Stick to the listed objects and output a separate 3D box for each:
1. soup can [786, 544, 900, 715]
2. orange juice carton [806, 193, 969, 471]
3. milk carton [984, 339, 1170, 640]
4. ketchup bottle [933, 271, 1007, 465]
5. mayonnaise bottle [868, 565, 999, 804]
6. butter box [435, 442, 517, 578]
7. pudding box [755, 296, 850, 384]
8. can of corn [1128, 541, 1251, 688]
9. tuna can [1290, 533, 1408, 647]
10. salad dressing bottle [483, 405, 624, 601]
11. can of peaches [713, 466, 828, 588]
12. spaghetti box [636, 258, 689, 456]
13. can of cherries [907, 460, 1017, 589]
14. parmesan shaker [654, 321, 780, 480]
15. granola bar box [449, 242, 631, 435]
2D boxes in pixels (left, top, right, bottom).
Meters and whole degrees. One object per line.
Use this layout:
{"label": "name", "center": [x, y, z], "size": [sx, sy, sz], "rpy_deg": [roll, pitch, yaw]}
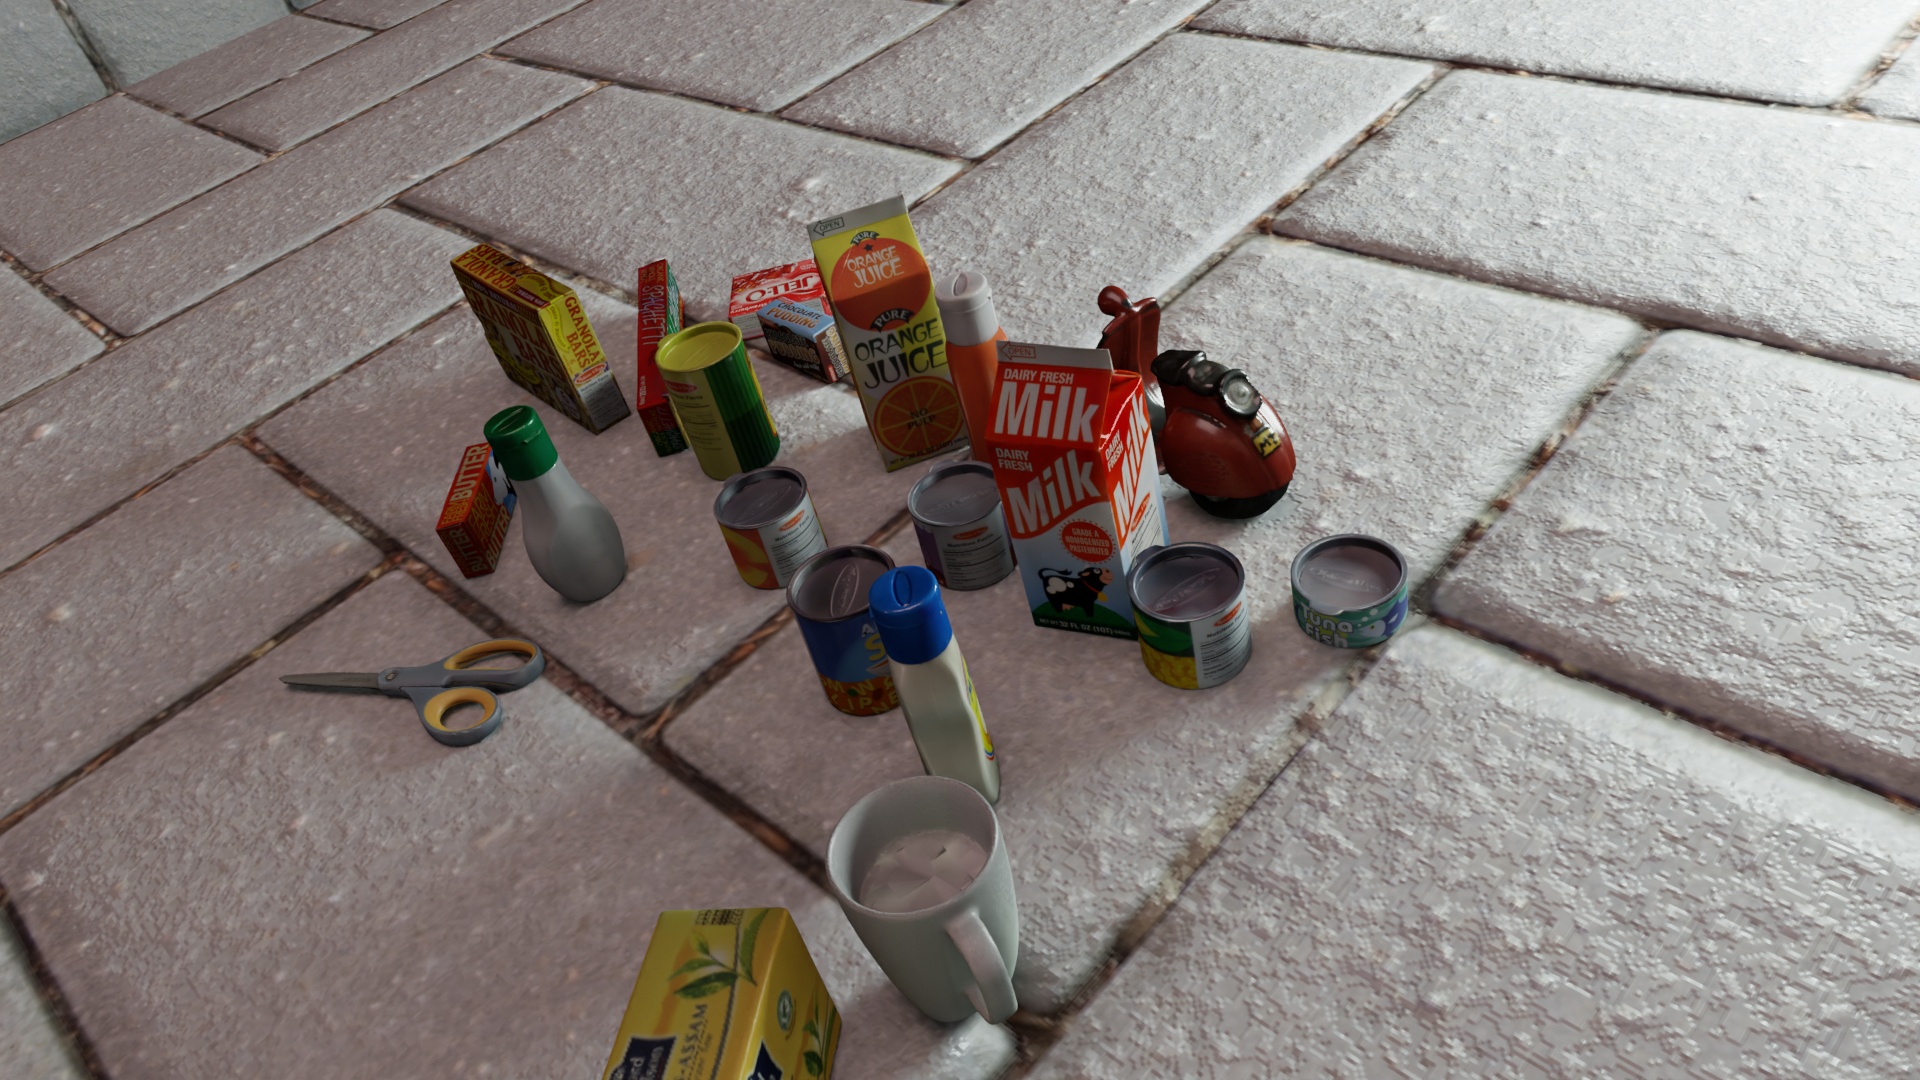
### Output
{"label": "soup can", "center": [-0.059, 0.054, 0.838], "size": [0.071, 0.083, 0.072], "rpy_deg": [-9, 39, 8]}
{"label": "orange juice carton", "center": [-0.051, -0.152, 0.995], "size": [0.072, 0.191, 0.073], "rpy_deg": [-19, 39, -4]}
{"label": "milk carton", "center": [0.070, -0.036, 0.819], "size": [0.072, 0.189, 0.074], "rpy_deg": [8, 45, 26]}
{"label": "ketchup bottle", "center": [0.016, -0.114, 0.962], "size": [0.043, 0.148, 0.065], "rpy_deg": [-6, 40, 12]}
{"label": "mayonnaise bottle", "center": [-0.013, 0.079, 0.743], "size": [0.041, 0.147, 0.065], "rpy_deg": [-15, 39, 1]}
{"label": "butter box", "center": [-0.366, -0.024, 1.057], "size": [0.024, 0.053, 0.104], "rpy_deg": [-11, 39, 6]}
{"label": "pudding box", "center": [-0.128, -0.167, 1.151], "size": [0.030, 0.049, 0.084], "rpy_deg": [-38, 44, -25]}
{"label": "can of corn", "center": [0.133, 0.042, 0.809], "size": [0.071, 0.058, 0.071], "rpy_deg": [-9, 39, 8]}
{"label": "tuna can", "center": [0.226, 0.031, 0.812], "size": [0.071, 0.032, 0.071], "rpy_deg": [-9, 39, 8]}
{"label": "salad dressing bottle", "center": [-0.279, -0.024, 0.954], "size": [0.044, 0.147, 0.064], "rpy_deg": [19, 51, 35]}
{"label": "can of peaches", "center": [-0.131, -0.010, 0.958], "size": [0.071, 0.057, 0.071], "rpy_deg": [-9, 39, 8]}
{"label": "spaghetti box", "center": [-0.254, -0.162, 1.186], "size": [0.029, 0.050, 0.251], "rpy_deg": [-16, 39, 0]}
{"label": "can of cherries", "center": [0.003, -0.011, 0.916], "size": [0.071, 0.058, 0.072], "rpy_deg": [-9, 39, 8]}
{"label": "parmesan shaker", "center": [-0.184, -0.106, 1.055], "size": [0.071, 0.102, 0.072], "rpy_deg": [-9, 39, 8]}
{"label": "granola bar box", "center": [-0.356, -0.171, 1.173], "size": [0.039, 0.123, 0.166], "rpy_deg": [-38, 44, -25]}
